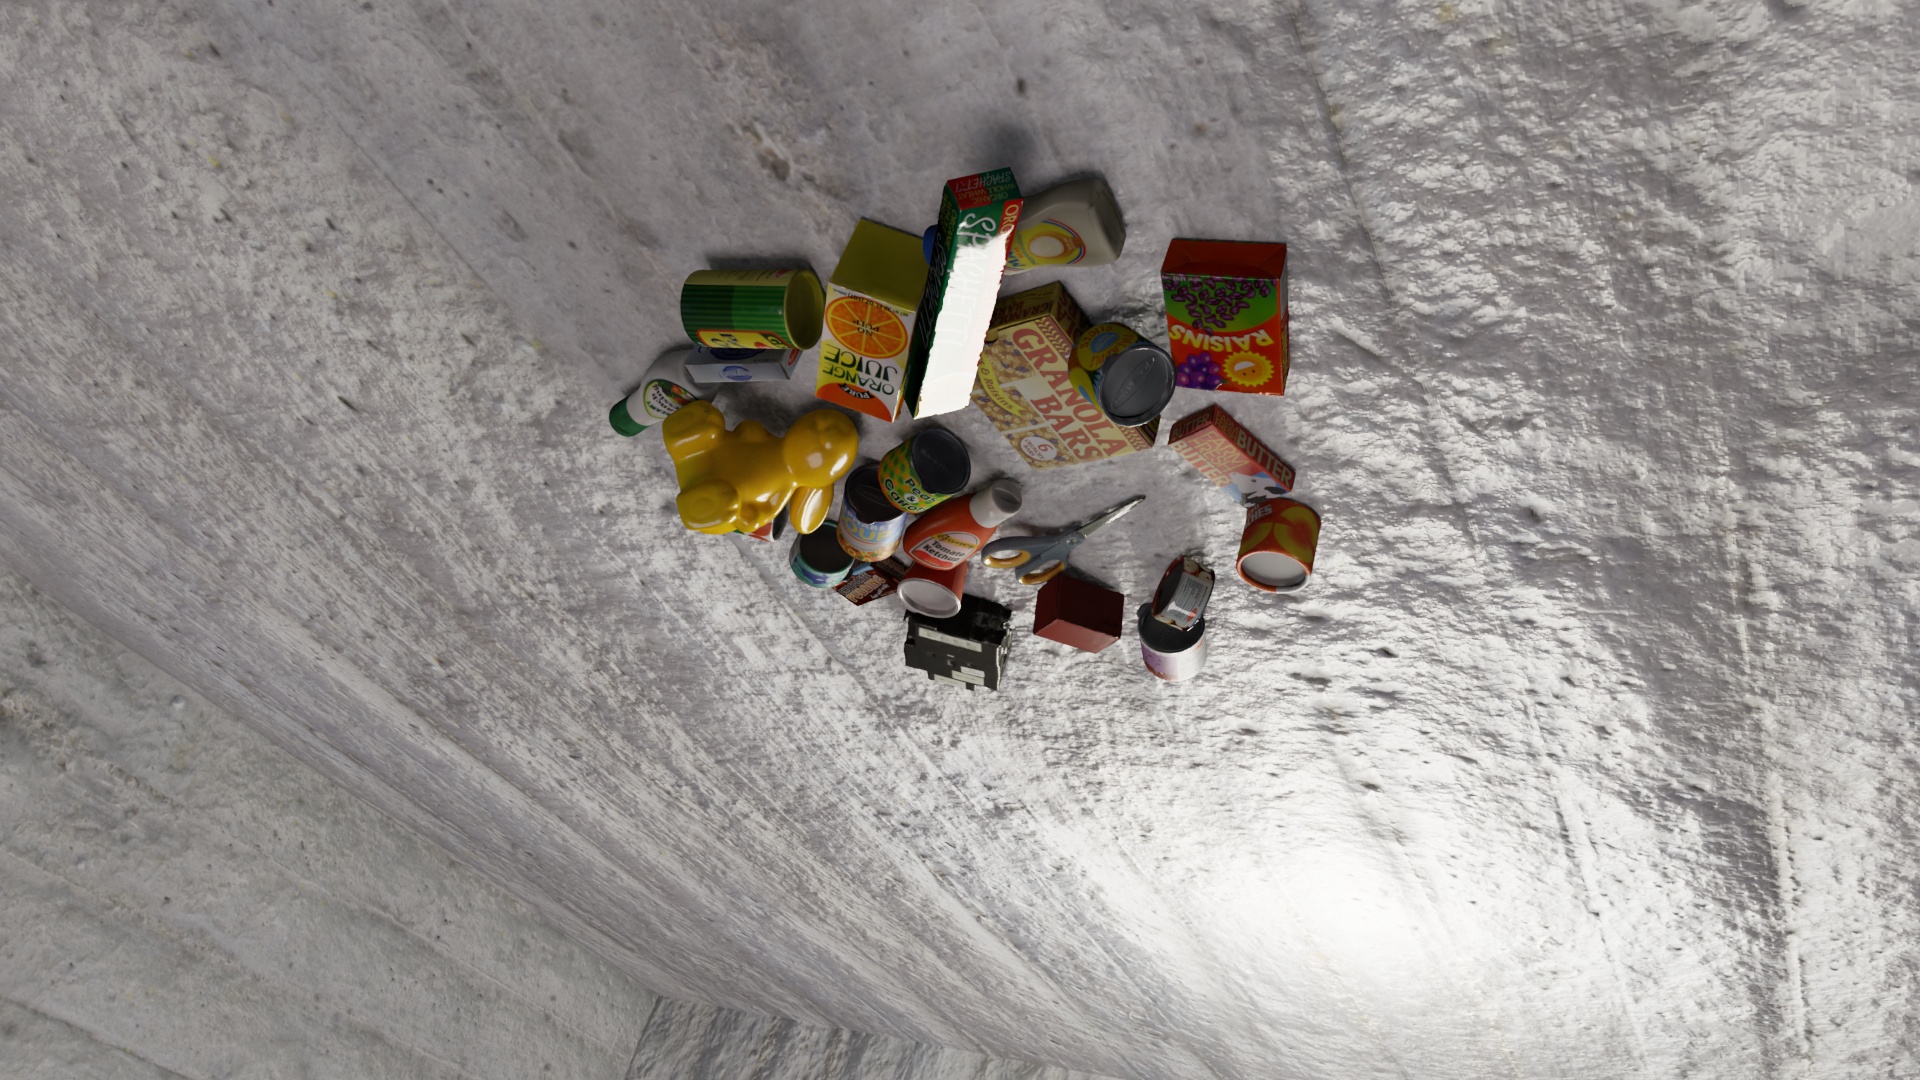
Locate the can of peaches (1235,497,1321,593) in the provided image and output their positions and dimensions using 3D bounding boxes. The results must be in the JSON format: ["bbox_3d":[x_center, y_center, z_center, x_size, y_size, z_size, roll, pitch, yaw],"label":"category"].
[{"bbox_3d":[0.276,0.004,1.217,0.071,0.058,0.071,14,148,9],"label":"can of peaches"}]

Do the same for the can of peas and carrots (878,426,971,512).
[{"bbox_3d":[-0.034,-0.062,1.276,0.071,0.071,0.058,35,145,-22],"label":"can of peas and carrots"}]

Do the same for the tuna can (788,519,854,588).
[{"bbox_3d":[-0.142,0.015,1.455,0.071,0.071,0.032,24,147,-6],"label":"tuna can"}]

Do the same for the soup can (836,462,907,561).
[{"bbox_3d":[-0.086,-0.024,1.361,0.071,0.072,0.083,20,148,0],"label":"soup can"}]

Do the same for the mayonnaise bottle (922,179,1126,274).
[{"bbox_3d":[0.043,-0.224,1.019,0.148,0.041,0.064,-3,143,31],"label":"mayonnaise bottle"}]

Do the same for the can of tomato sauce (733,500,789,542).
[{"bbox_3d":[-0.221,-0.038,1.420,0.083,0.071,0.070,15,147,7],"label":"can of tomato sauce"}]

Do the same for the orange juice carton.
[{"bbox_3d":[-0.071,-0.164,1.141,0.072,0.073,0.191,19,148,1],"label":"orange juice carton"}]

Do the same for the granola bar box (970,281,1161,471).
[{"bbox_3d":[0.071,-0.129,1.147,0.124,0.039,0.165,-10,137,38],"label":"granola bar box"}]

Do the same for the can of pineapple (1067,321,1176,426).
[{"bbox_3d":[0.122,-0.130,1.064,0.071,0.071,0.058,46,-178,-35],"label":"can of pineapple"}]

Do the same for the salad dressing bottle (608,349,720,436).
[{"bbox_3d":[-0.286,-0.137,1.327,0.064,0.044,0.147,36,145,-28],"label":"salad dressing bottle"}]

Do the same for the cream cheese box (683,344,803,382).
[{"bbox_3d":[-0.187,-0.166,1.221,0.104,0.053,0.024,2,141,27],"label":"cream cheese box"}]

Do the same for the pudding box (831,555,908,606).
[{"bbox_3d":[-0.101,0.039,1.502,0.049,0.030,0.083,39,143,-25],"label":"pudding box"}]

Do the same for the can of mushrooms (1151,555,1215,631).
[{"bbox_3d":[0.210,0.050,1.317,0.033,0.071,0.070,25,147,-8],"label":"can of mushrooms"}]

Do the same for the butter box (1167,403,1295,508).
[{"bbox_3d":[0.227,-0.069,1.166,0.103,0.024,0.053,36,145,-24],"label":"butter box"}]

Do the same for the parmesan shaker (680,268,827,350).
[{"bbox_3d":[-0.172,-0.194,1.163,0.103,0.071,0.071,5,145,24],"label":"parmesan shaker"}]

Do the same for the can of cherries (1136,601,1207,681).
[{"bbox_3d":[0.211,0.098,1.389,0.071,0.072,0.058,8,147,19],"label":"can of cherries"}]

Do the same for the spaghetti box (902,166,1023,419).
[{"bbox_3d":[-0.002,-0.175,1.030,0.050,0.029,0.248,-16,154,-18],"label":"spaghetti box"}]

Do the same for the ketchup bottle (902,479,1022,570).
[{"bbox_3d":[0.005,-0.017,1.348,0.065,0.044,0.148,23,149,-24],"label":"ketchup bottle"}]

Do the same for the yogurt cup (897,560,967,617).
[{"bbox_3d":[-0.026,0.040,1.440,0.072,0.054,0.072,14,147,9],"label":"yogurt cup"}]

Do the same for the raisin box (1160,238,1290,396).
[{"bbox_3d":[0.198,-0.163,1.027,0.086,0.040,0.122,7,146,19],"label":"raisin box"}]
